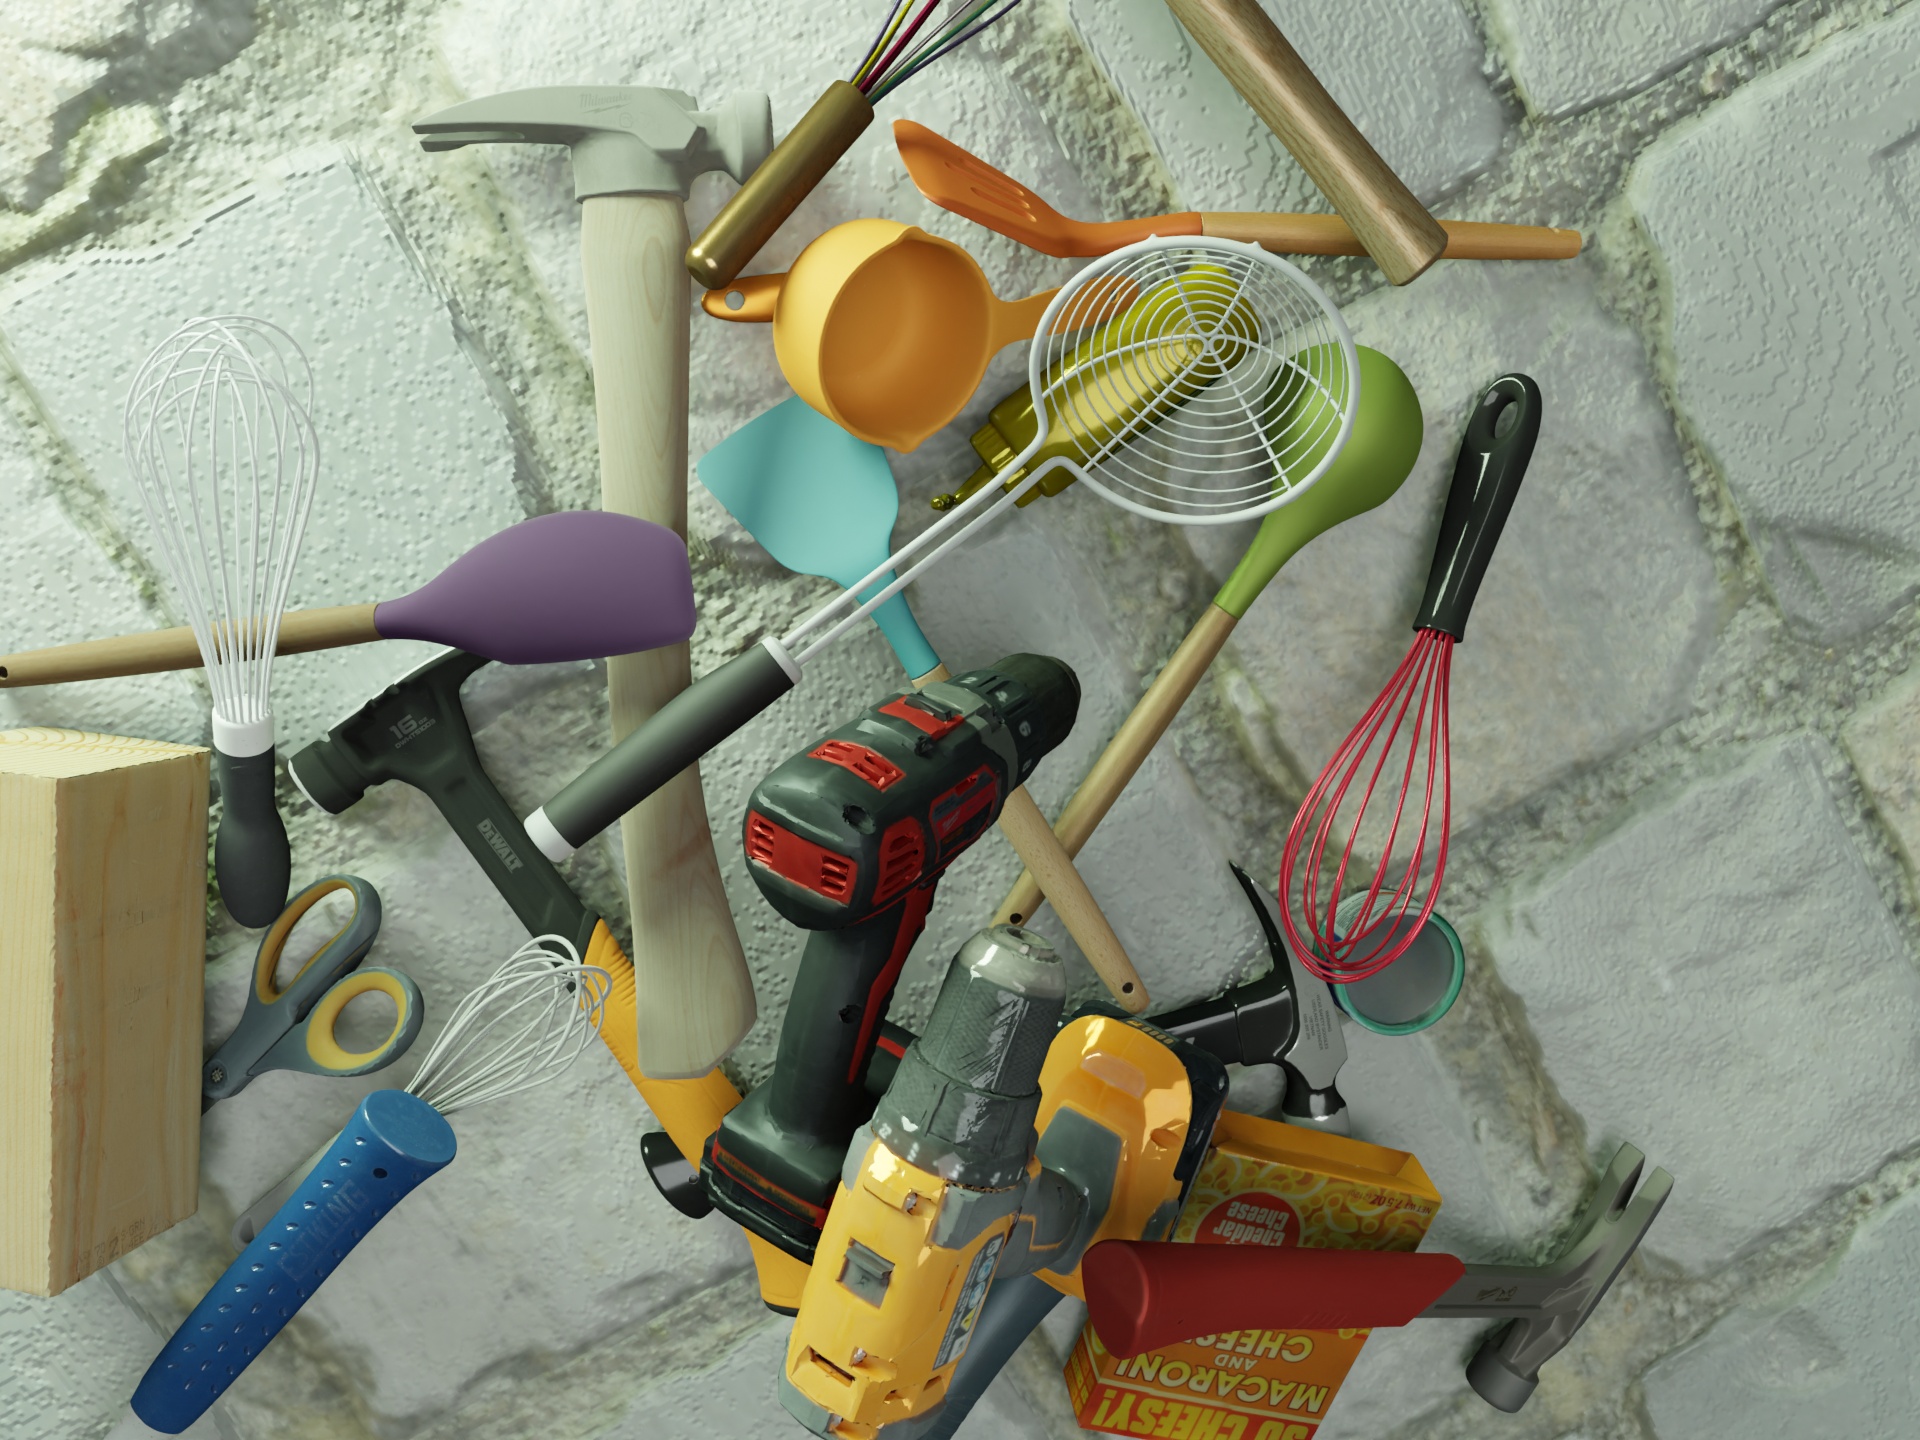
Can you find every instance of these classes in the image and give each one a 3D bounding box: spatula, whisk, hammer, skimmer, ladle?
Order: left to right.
[{"bbox_3d":[-0.355,0.300,0.681,0.144,0.035,0.405,40,105,-10],"label":"hammer"},{"bbox_3d":[-0.282,-0.023,0.619,0.070,0.070,0.284,8,125,-9],"label":"whisk"},{"bbox_3d":[-0.261,-0.040,0.652,0.316,0.018,0.060,-7,95,9],"label":"spatula"},{"bbox_3d":[-0.238,0.169,0.681,0.246,0.059,0.058,-39,61,22],"label":"whisk"},{"bbox_3d":[-0.140,-0.056,0.665,0.146,0.038,0.410,-3,90,-8],"label":"hammer"},{"bbox_3d":[-0.145,0.118,0.702,0.127,0.034,0.337,-35,94,-1],"label":"hammer"},{"bbox_3d":[-0.064,0.379,0.773,0.143,0.038,0.386,34,93,-10],"label":"hammer"},{"bbox_3d":[-0.032,-0.273,0.653,0.051,0.047,0.245,38,79,-3],"label":"whisk"},{"bbox_3d":[-0.014,-0.052,0.616,0.363,0.090,0.127,-37,119,-3],"label":"skimmer"},{"bbox_3d":[-0.001,-0.002,0.712,0.082,0.044,0.317,-32,99,-4],"label":"spatula"},{"bbox_3d":[0.016,0.169,0.754,0.334,0.035,0.146,-13,101,-5],"label":"hammer"},{"bbox_3d":[0.087,-0.311,0.650,0.331,0.031,0.130,47,51,-10],"label":"hammer"},{"bbox_3d":[0.105,-0.031,0.737,0.078,0.062,0.320,32,100,-13],"label":"ladle"},{"bbox_3d":[0.130,-0.224,0.702,0.322,0.081,0.041,-1,132,-12],"label":"spatula"},{"bbox_3d":[0.190,0.243,0.699,0.358,0.037,0.149,19,104,-40],"label":"hammer"},{"bbox_3d":[0.214,-0.021,0.730,0.073,0.073,0.296,20,86,-10],"label":"whisk"}]

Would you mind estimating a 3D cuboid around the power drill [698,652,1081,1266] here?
[{"bbox_3d":[-0.021,0.086,0.641,0.080,0.188,0.226,23,120,23],"label":"power drill"}]

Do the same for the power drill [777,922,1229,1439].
[{"bbox_3d":[0.030,0.164,0.624,0.084,0.226,0.185,23,98,28],"label":"power drill"}]

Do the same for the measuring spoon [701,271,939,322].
[{"bbox_3d":[-0.056,-0.189,0.700,0.117,0.011,0.021,-7,99,-7],"label":"measuring spoon"}]

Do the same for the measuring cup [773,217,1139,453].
[{"bbox_3d":[-0.002,-0.177,0.687,0.173,0.052,0.095,-21,129,-32],"label":"measuring cup"}]
